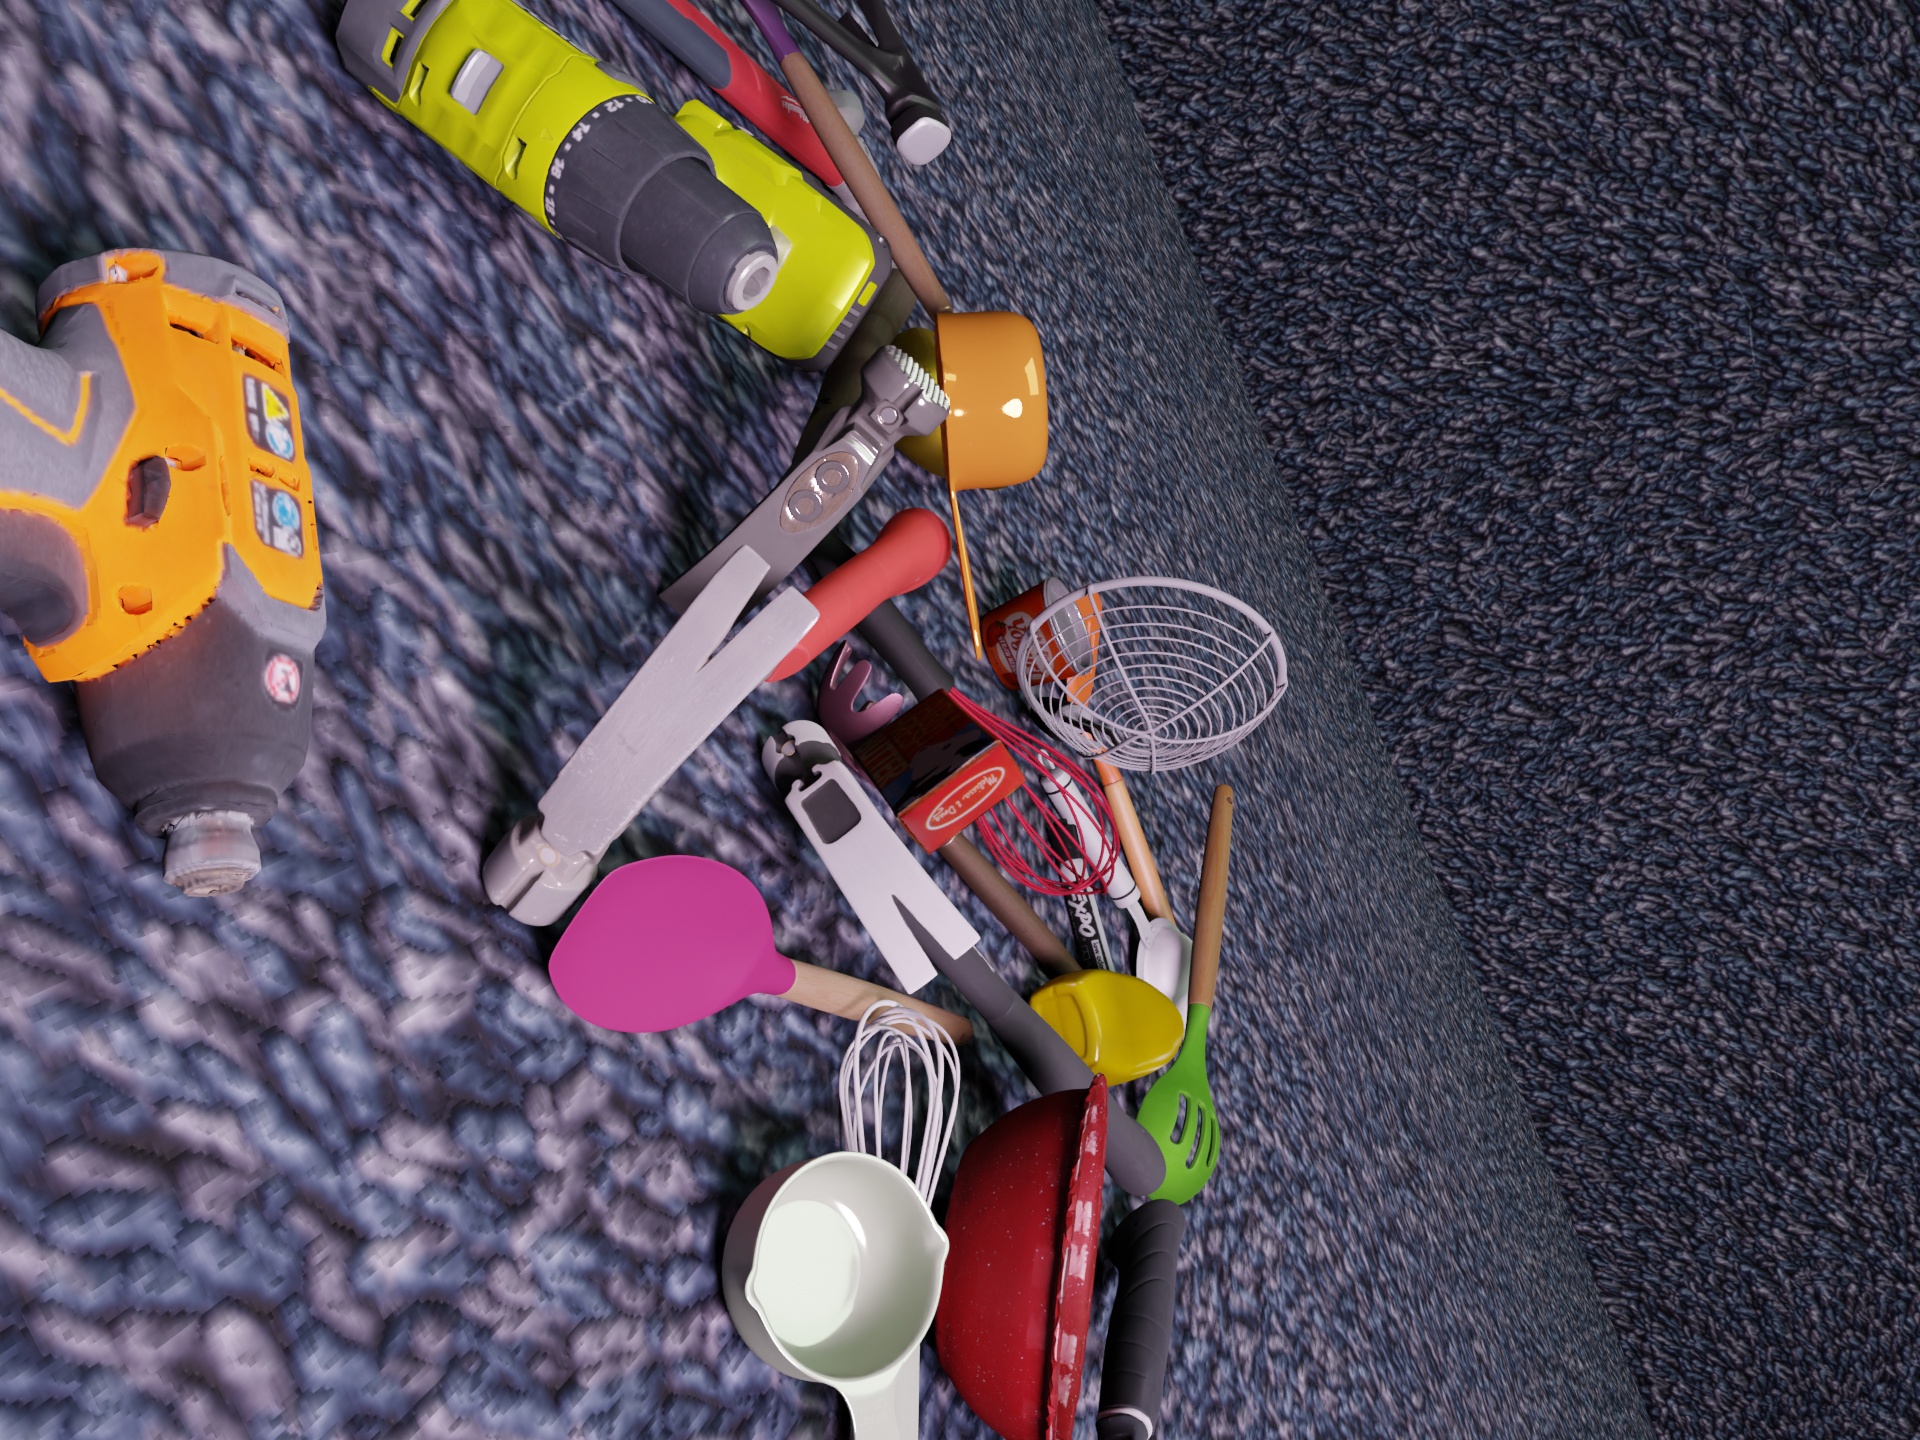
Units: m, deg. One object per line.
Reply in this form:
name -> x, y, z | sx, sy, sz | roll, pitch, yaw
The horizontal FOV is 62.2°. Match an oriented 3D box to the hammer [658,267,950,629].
hammer -> -0.064, -0.168, 0.825 | 0.038, 0.146, 0.411 | 42, 19, -16

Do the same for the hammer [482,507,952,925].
hammer -> -0.057, -0.043, 0.636 | 0.036, 0.149, 0.359 | 43, 23, -2

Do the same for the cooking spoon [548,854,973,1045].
cooking spoon -> -0.061, 0.107, 0.641 | 0.017, 0.069, 0.318 | 34, -1, 29

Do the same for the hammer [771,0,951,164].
hammer -> -0.126, -0.407, 0.817 | 0.336, 0.034, 0.127 | 16, 44, -55

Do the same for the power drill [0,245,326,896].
power drill -> -0.223, -0.051, 0.325 | 0.226, 0.084, 0.164 | 28, 46, -66

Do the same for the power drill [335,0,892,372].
power drill -> -0.117, -0.213, 0.654 | 0.191, 0.080, 0.228 | 39, 13, 14

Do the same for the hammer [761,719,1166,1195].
hammer -> 0.024, 0.141, 0.748 | 0.334, 0.035, 0.146 | 54, -3, -40

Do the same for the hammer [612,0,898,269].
hammer -> -0.138, -0.360, 0.887 | 0.386, 0.038, 0.143 | 13, 60, -66

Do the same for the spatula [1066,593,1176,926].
spatula -> 0.126, 0.065, 1.140 | 0.322, 0.041, 0.081 | 71, 20, 1

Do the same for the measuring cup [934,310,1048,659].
measuring cup -> 0.020, -0.118, 0.787 | 0.095, 0.052, 0.174 | 105, -22, -85

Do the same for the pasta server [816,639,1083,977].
pasta server -> 0.009, 0.069, 0.848 | 0.060, 0.040, 0.315 | 43, -6, 46

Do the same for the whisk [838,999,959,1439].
whisk -> -0.028, 0.222, 0.601 | 0.059, 0.058, 0.247 | 42, 38, -44

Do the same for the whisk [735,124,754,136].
whisk -> -0.153, -0.286, 0.789 | 0.047, 0.051, 0.245 | 52, 22, 13

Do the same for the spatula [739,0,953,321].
spatula -> -0.083, -0.347, 0.882 | 0.316, 0.018, 0.059 | 61, 20, 15

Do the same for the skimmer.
skimmer -> 0.079, -0.026, 0.882 | 0.363, 0.127, 0.090 | -150, -108, -85

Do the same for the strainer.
strainer -> 0.116, 0.123, 1.065 | 0.258, 0.050, 0.087 | 58, 38, -20

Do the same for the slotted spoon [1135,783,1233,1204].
slotted spoon -> 0.158, 0.166, 1.042 | 0.070, 0.031, 0.314 | 38, 46, -25

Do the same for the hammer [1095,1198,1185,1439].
hammer -> 0.072, 0.309, 0.681 | 0.036, 0.149, 0.409 | 53, 14, -1

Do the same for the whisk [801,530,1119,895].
whisk -> -0.001, -0.003, 0.861 | 0.295, 0.073, 0.073 | 51, 27, -28

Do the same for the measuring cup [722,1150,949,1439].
measuring cup -> -0.040, 0.235, 0.550 | 0.083, 0.038, 0.168 | -1, 76, -37
